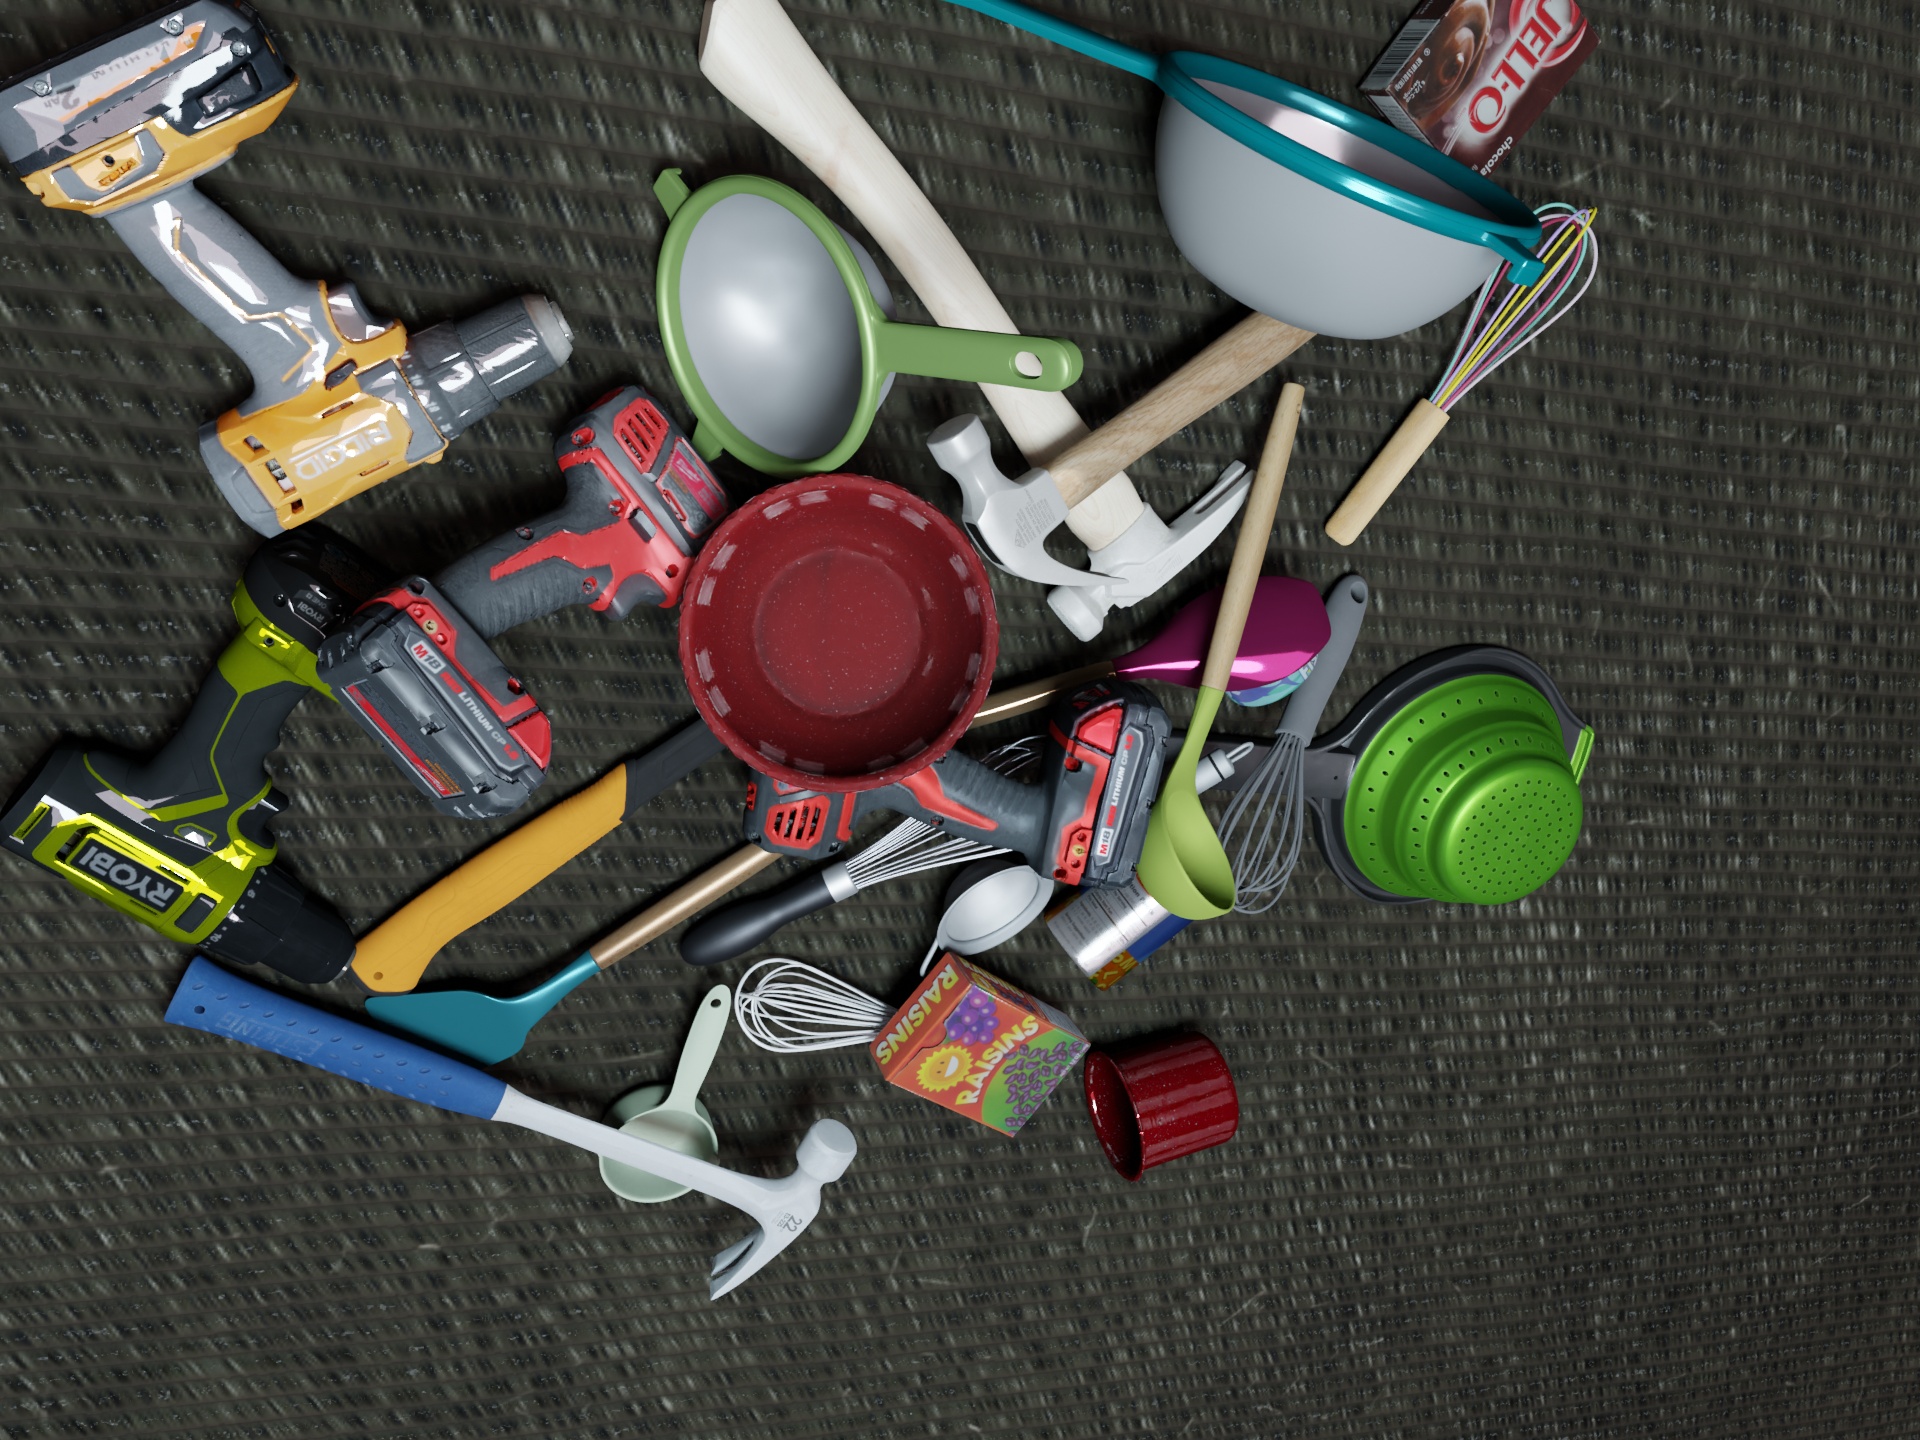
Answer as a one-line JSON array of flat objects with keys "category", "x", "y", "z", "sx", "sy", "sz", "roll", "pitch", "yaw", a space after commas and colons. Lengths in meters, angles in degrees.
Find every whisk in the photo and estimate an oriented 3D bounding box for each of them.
[{"category": "whisk", "x": -0.037, "y": 0.202, "z": 1.060, "sx": 0.246, "sy": 0.058, "sz": 0.059, "roll": 15, "pitch": 69, "yaw": -29}, {"category": "whisk", "x": -0.046, "y": 0.086, "z": 0.996, "sx": 0.284, "sy": 0.070, "sz": 0.070, "roll": -25, "pitch": 121, "yaw": 1}, {"category": "whisk", "x": 0.212, "y": 0.011, "z": 0.999, "sx": 0.055, "sy": 0.055, "sz": 0.239, "roll": 34, "pitch": 71, "yaw": -29}, {"category": "whisk", "x": 0.305, "y": -0.211, "z": 0.975, "sx": 0.051, "sy": 0.047, "sz": 0.245, "roll": 28, "pitch": 107, "yaw": -29}]

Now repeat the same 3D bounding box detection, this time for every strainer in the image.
[{"category": "strainer", "x": 0.075, "y": 0.081, "z": 1.021, "sx": 0.258, "sy": 0.050, "sz": 0.086, "roll": -31, "pitch": 147, "yaw": 8}, {"category": "strainer", "x": 0.123, "y": -0.282, "z": 0.820, "sx": 0.340, "sy": 0.211, "sz": 0.095, "roll": 22, "pitch": 121, "yaw": -2}, {"category": "strainer", "x": -0.038, "y": -0.192, "z": 0.779, "sx": 0.069, "sy": 0.256, "sz": 0.151, "roll": -34, "pitch": 129, "yaw": -44}]

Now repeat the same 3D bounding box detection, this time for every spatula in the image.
[{"category": "spatula", "x": -0.205, "y": 0.125, "z": 0.977, "sx": 0.317, "sy": 0.044, "sz": 0.082, "roll": -32, "pitch": 122, "yaw": -7}]

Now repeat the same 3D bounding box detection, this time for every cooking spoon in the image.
[{"category": "cooking spoon", "x": 0.069, "y": -0.022, "z": 0.968, "sx": 0.319, "sy": 0.017, "sz": 0.069, "roll": -17, "pitch": 77, "yaw": 2}]

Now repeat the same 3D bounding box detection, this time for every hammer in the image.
[{"category": "hammer", "x": -0.219, "y": 0.049, "z": 0.927, "sx": 0.337, "sy": 0.034, "sz": 0.127, "roll": -35, "pitch": 122, "yaw": 0}, {"category": "hammer", "x": 0.141, "y": -0.191, "z": 0.899, "sx": 0.331, "sy": 0.031, "sz": 0.130, "roll": -36, "pitch": 117, "yaw": -12}, {"category": "hammer", "x": -0.273, "y": 0.240, "z": 0.966, "sx": 0.405, "sy": 0.035, "sz": 0.144, "roll": 26, "pitch": 111, "yaw": -18}, {"category": "hammer", "x": 0.012, "y": -0.228, "z": 0.870, "sx": 0.146, "sy": 0.038, "sz": 0.410, "roll": -40, "pitch": 120, "yaw": 2}]

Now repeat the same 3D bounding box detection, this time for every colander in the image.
[{"category": "colander", "x": 0.279, "y": 0.052, "z": 1.063, "sx": 0.397, "sy": 0.095, "sz": 0.204, "roll": 5, "pitch": 113, "yaw": -21}]

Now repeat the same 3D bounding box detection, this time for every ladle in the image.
[{"category": "ladle", "x": 0.165, "y": -0.042, "z": 0.929, "sx": 0.078, "sy": 0.062, "sz": 0.320, "roll": 18, "pitch": 87, "yaw": -55}]

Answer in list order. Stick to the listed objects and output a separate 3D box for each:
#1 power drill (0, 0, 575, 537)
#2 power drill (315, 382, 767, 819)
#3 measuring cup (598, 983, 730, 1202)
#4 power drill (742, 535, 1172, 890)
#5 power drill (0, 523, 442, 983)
[{"category": "power drill", "x": -0.306, "y": -0.217, "z": 0.743, "sx": 0.185, "sy": 0.084, "sz": 0.226, "roll": -27, "pitch": 125, "yaw": -5}, {"category": "power drill", "x": -0.196, "y": -0.057, "z": 0.804, "sx": 0.143, "sy": 0.078, "sz": 0.220, "roll": 53, "pitch": 57, "yaw": -20}, {"category": "measuring cup", "x": -0.183, "y": 0.234, "z": 1.029, "sx": 0.083, "sy": 0.038, "sz": 0.167, "roll": 15, "pitch": 107, "yaw": -24}, {"category": "power drill", "x": -0.001, "y": -0.003, "z": 0.900, "sx": 0.226, "sy": 0.080, "sz": 0.188, "roll": 10, "pitch": 100, "yaw": -10}, {"category": "power drill", "x": -0.359, "y": 0.029, "z": 0.846, "sx": 0.228, "sy": 0.080, "sz": 0.190, "roll": -46, "pitch": 119, "yaw": 10}]
